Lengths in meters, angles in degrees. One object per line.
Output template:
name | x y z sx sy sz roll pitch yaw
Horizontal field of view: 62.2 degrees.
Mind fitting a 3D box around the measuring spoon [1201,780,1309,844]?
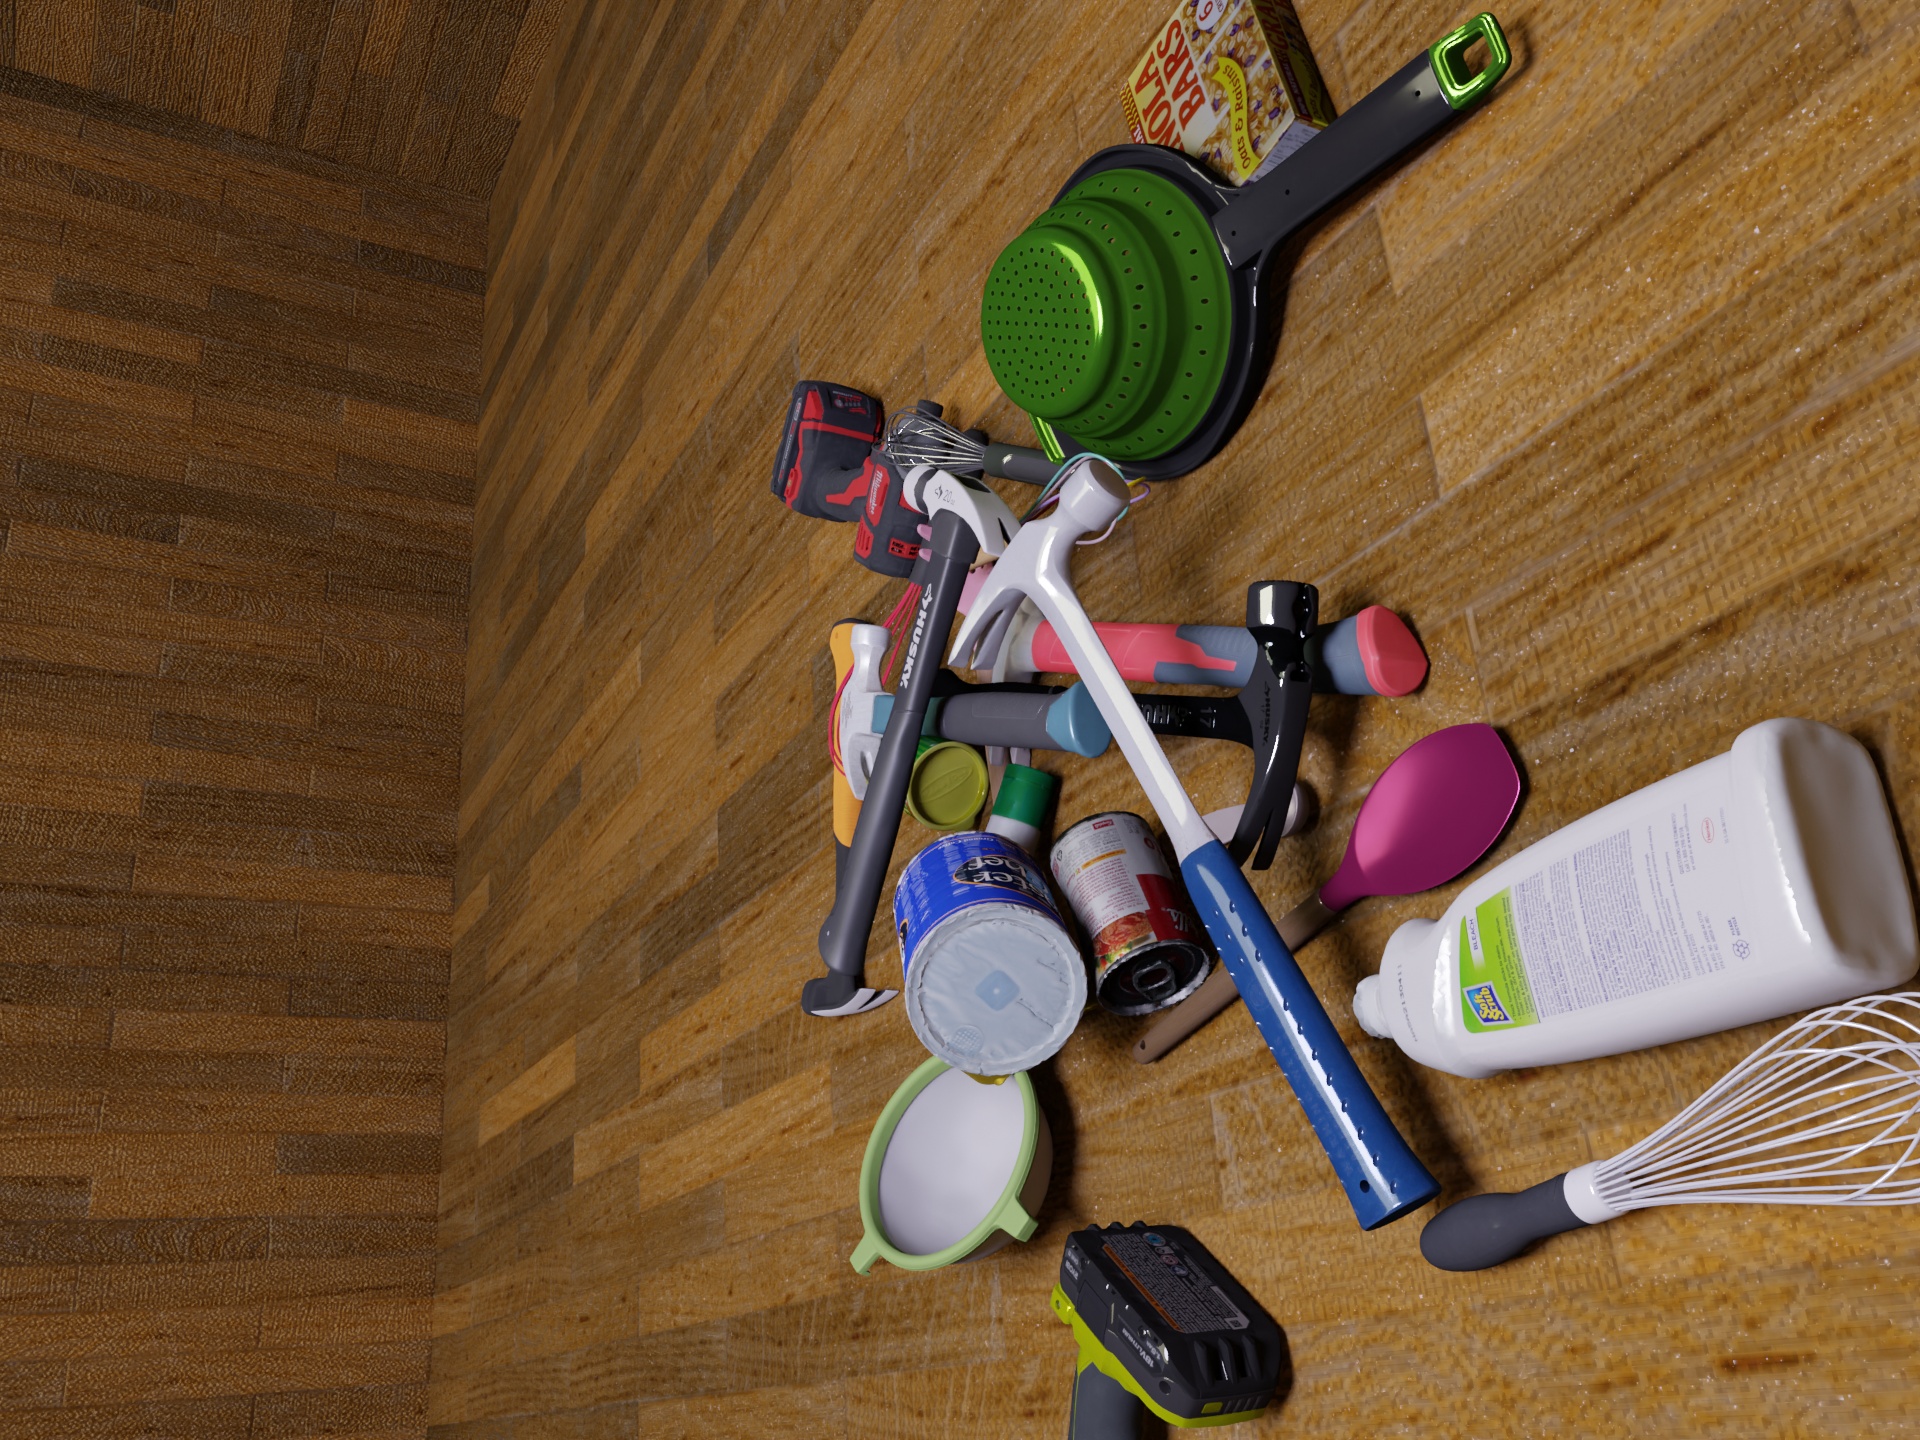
measuring spoon | 0.160 0.058 0.896 0.124 0.018 0.034 147 126 -63

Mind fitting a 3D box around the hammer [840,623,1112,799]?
hammer | -0.002 -0.003 1.039 0.331 0.033 0.128 2 85 62

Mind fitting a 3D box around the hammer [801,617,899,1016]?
hammer | -0.092 0.075 1.331 0.127 0.034 0.337 -25 61 58

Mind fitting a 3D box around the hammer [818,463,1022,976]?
hammer | -0.035 0.008 1.025 0.146 0.035 0.334 37 115 60

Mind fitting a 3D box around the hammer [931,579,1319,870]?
hammer | 0.073 -0.002 0.972 0.409 0.036 0.149 4 90 63

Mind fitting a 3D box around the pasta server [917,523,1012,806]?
pasta server | 0.017 -0.023 1.154 0.060 0.040 0.316 -24 61 32

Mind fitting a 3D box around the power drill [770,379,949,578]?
power drill | -0.078 -0.216 1.347 0.220 0.078 0.143 39 117 55

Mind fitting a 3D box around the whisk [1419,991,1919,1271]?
whisk | 0.270 0.174 0.616 0.284 0.070 0.070 130 139 -52

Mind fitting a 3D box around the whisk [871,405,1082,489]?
whisk | 0.019 -0.190 1.153 0.246 0.059 0.057 21 126 48

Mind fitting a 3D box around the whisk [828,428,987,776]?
whisk | -0.037 -0.088 1.256 0.073 0.073 0.296 33 105 60

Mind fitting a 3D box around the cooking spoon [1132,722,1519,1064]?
cooking spoon | 0.179 0.107 0.837 0.318 0.017 0.069 -52 44 42

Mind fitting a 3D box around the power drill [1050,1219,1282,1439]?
power drill | 0.094 0.409 0.852 0.191 0.080 0.228 34 115 60

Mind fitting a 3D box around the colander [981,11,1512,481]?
colander | 0.126 -0.267 0.903 0.397 0.094 0.204 -28 81 50

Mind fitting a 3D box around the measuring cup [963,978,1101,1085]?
measuring cup | 0.052 0.177 0.993 0.156 0.029 0.062 -34 36 30

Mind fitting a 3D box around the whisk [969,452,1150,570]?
whisk | 0.044 -0.129 1.062 0.047 0.051 0.245 -57 19 -22

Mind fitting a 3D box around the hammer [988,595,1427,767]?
hammer | 0.126 -0.025 0.952 0.386 0.038 0.143 9 92 62

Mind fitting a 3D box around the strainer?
strainer | 0.015 0.250 1.064 0.151 0.069 0.257 -26 39 35

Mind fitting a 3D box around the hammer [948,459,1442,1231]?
hammer | 0.113 0.061 0.803 0.144 0.035 0.406 -47 56 34

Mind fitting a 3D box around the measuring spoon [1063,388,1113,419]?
measuring spoon | 0.092 -0.212 1.091 0.117 0.011 0.021 38 116 58
